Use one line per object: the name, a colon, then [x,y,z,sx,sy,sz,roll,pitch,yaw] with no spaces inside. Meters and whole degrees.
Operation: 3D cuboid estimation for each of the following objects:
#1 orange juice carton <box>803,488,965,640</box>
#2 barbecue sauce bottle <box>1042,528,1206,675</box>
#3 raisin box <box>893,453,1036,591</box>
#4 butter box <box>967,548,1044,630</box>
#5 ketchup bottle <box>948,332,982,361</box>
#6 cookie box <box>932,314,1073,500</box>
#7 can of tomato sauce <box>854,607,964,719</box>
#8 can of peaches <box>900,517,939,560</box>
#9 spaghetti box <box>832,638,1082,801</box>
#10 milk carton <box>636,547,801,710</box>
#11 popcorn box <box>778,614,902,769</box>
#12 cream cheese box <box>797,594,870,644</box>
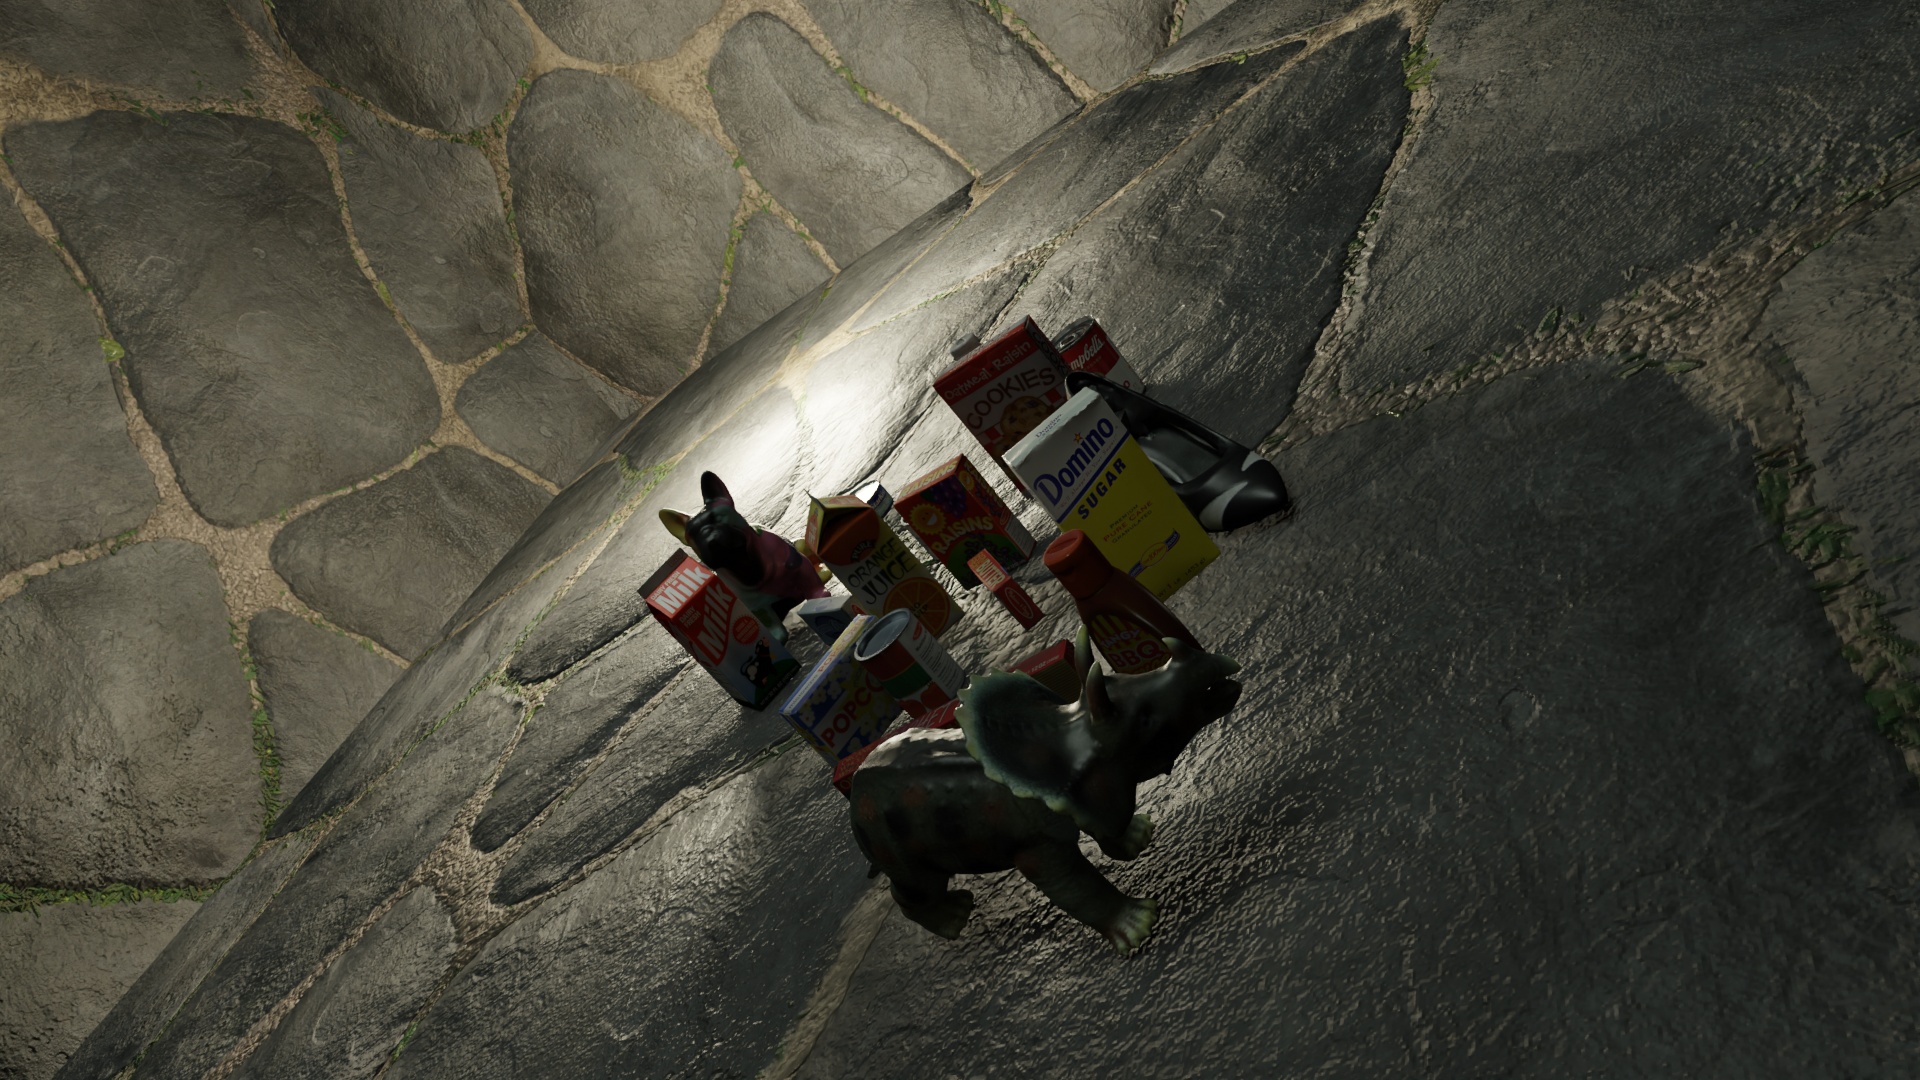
orange juice carton: [-0.088,0.022,1.384,0.073,0.192,0.072,-43,20,-4]
barbecue sauce bottle: [0.118,0.056,1.010,0.064,0.148,0.044,-25,25,37]
raisin box: [0.005,-0.018,1.401,0.086,0.123,0.040,-27,24,34]
butter box: [0.041,0.045,1.308,0.024,0.053,0.104,-41,20,-1]
ketchup bottle: [0.045,-0.175,1.621,0.043,0.148,0.065,-41,20,1]
cookie box: [0.071,-0.139,1.472,0.122,0.167,0.040,-31,22,26]
can of tomato sauce: [-0.048,0.115,1.279,0.071,0.083,0.071,-35,21,15]
can of peaches: [-0.021,-0.021,1.551,0.071,0.058,0.071,-35,21,15]
spaghetti box: [0.001,0.159,1.148,0.249,0.050,0.029,-31,22,24]
milk carton: [-0.275,0.099,1.560,0.072,0.190,0.073,-48,21,-20]
popcorn box: [-0.099,0.143,1.308,0.127,0.085,0.038,-51,22,-26]
cream cheese box: [-0.133,0.088,1.530,0.103,0.053,0.024,-9,37,55]
